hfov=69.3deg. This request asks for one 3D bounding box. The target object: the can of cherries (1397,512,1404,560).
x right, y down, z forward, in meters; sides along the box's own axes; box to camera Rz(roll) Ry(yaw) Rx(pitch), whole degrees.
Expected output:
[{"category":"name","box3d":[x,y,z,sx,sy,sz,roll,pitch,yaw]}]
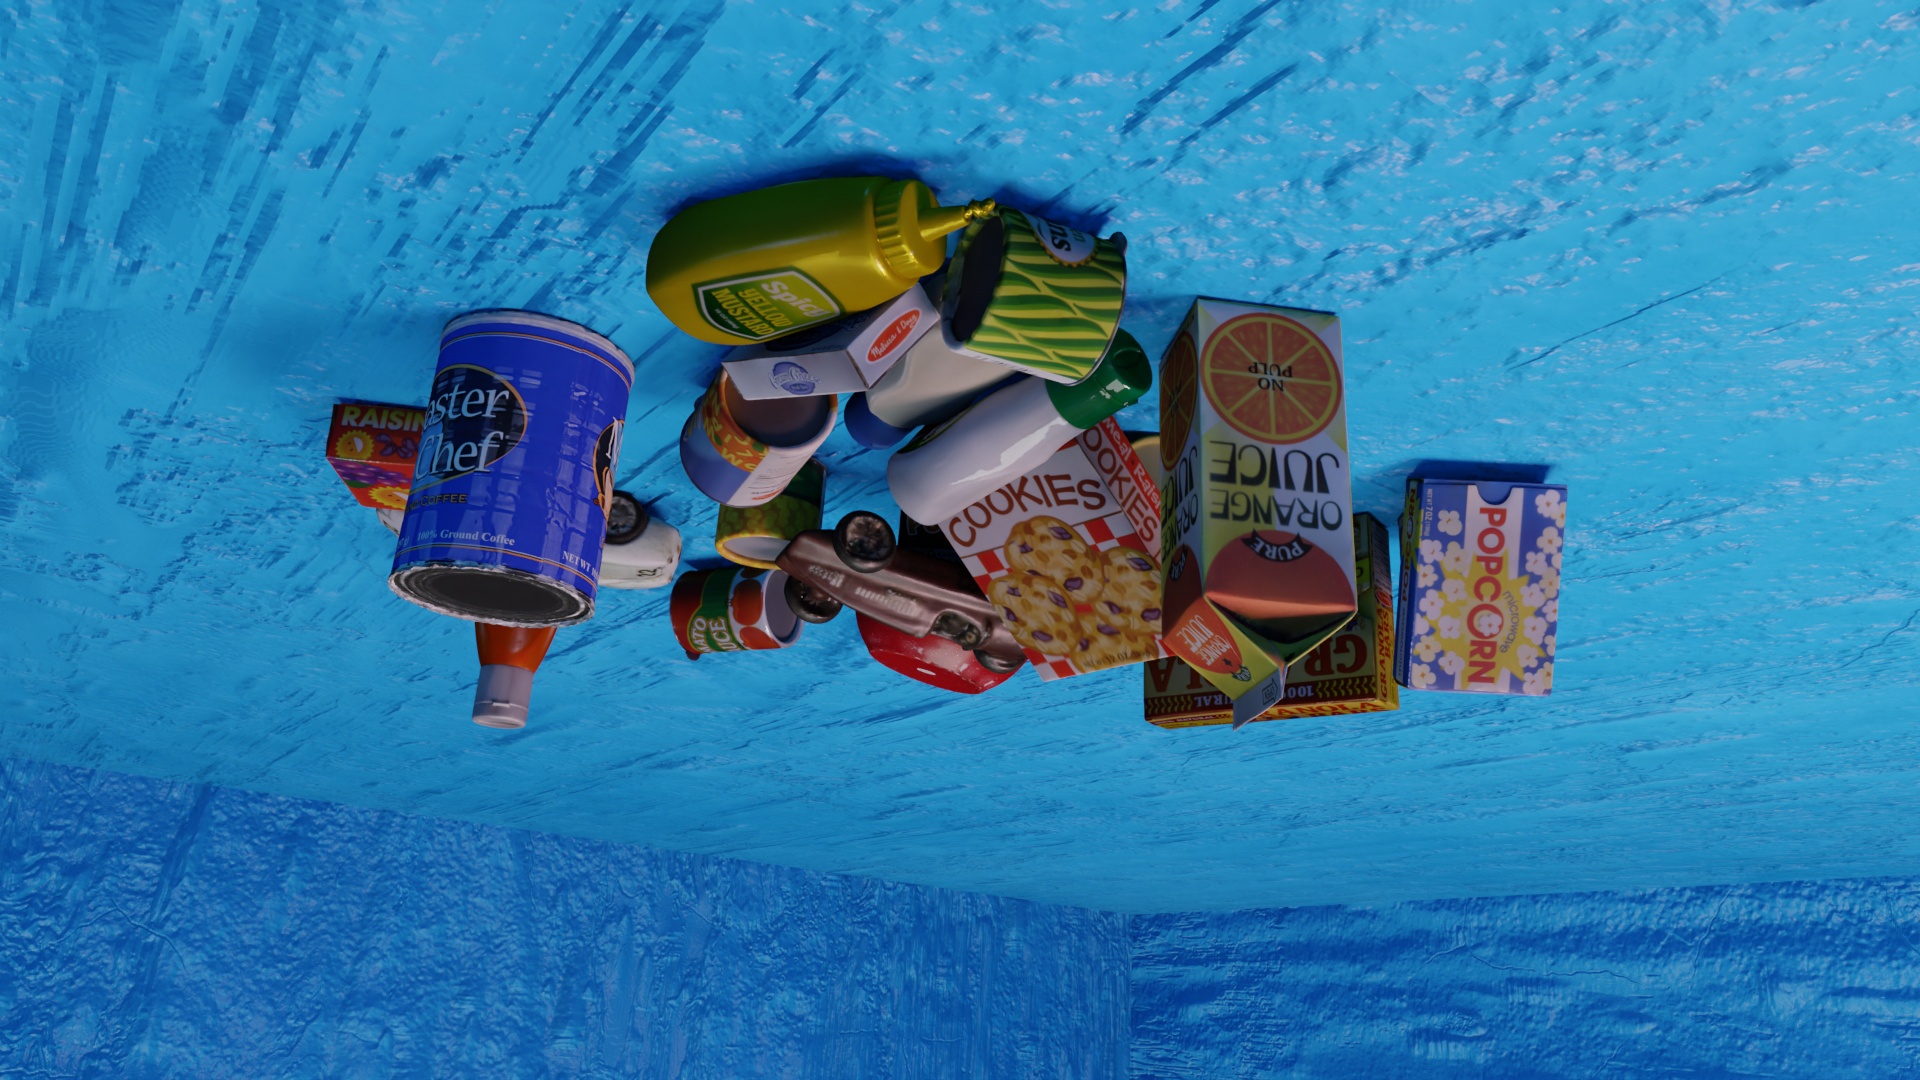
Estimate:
[{"category":"can of cherries","box3d":[0.314,0.014,0.888,0.071,0.058,0.071,3,159,1]}]

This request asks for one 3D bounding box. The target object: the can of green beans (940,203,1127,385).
[{"category":"can of green beans","box3d":[0.030,-0.106,0.600,0.058,0.071,0.071,13,158,-23]}]

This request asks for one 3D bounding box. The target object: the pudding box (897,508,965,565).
[{"category":"pudding box","box3d":[0.003,-0.011,0.888,0.084,0.050,0.030,4,158,2]}]

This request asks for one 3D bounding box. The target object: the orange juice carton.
[{"category":"orange juice carton","box3d":[0.137,-0.011,0.656,0.073,0.193,0.071,5,159,-6]}]

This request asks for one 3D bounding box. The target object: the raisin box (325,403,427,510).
[{"category":"raisin box","box3d":[-0.317,-0.047,0.864,0.123,0.040,0.085,5,161,-7]}]

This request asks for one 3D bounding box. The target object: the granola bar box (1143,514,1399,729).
[{"category":"granola bar box","box3d":[0.203,0.057,0.931,0.165,0.124,0.039,-11,156,34]}]

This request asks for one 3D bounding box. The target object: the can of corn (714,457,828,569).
[{"category":"can of corn","box3d":[-0.121,-0.020,0.874,0.071,0.058,0.071,3,160,1]}]

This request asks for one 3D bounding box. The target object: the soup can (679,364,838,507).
[{"category":"soup can","box3d":[-0.111,-0.064,0.745,0.071,0.071,0.083,12,157,-20]}]

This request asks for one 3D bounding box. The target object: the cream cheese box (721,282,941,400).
[{"category":"cream cheese box","box3d":[-0.061,-0.091,0.640,0.103,0.053,0.024,3,132,49]}]

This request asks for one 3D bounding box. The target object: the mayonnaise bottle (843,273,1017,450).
[{"category":"mayonnaise bottle","box3d":[-0.017,-0.086,0.701,0.065,0.041,0.147,6,162,-25]}]

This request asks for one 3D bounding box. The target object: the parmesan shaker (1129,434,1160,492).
[{"category":"parmesan shaker","box3d":[0.108,-0.013,0.836,0.071,0.071,0.102,5,160,-3]}]

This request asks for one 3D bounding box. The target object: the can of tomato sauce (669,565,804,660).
[{"category":"can of tomato sauce","box3d":[-0.171,0.054,1.069,0.083,0.071,0.071,-6,158,23]}]

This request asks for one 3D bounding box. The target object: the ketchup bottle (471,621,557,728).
[{"category":"ketchup bottle","box3d":[-0.316,0.057,0.989,0.065,0.149,0.043,9,157,-15]}]

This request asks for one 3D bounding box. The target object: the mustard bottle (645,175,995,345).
[{"category":"mustard bottle","box3d":[-0.058,-0.124,0.591,0.160,0.049,0.065,-8,153,29]}]

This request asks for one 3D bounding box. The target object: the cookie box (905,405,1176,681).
[{"category":"cookie box","box3d":[0.056,-0.005,0.779,0.122,0.040,0.167,-17,113,43]}]

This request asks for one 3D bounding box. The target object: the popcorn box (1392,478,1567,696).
[{"category":"popcorn box","box3d":[0.307,0.027,0.825,0.085,0.126,0.038,3,-176,2]}]

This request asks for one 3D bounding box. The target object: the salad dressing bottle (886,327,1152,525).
[{"category":"salad dressing bottle","box3d":[0.027,-0.055,0.684,0.147,0.044,0.064,-29,177,38]}]
